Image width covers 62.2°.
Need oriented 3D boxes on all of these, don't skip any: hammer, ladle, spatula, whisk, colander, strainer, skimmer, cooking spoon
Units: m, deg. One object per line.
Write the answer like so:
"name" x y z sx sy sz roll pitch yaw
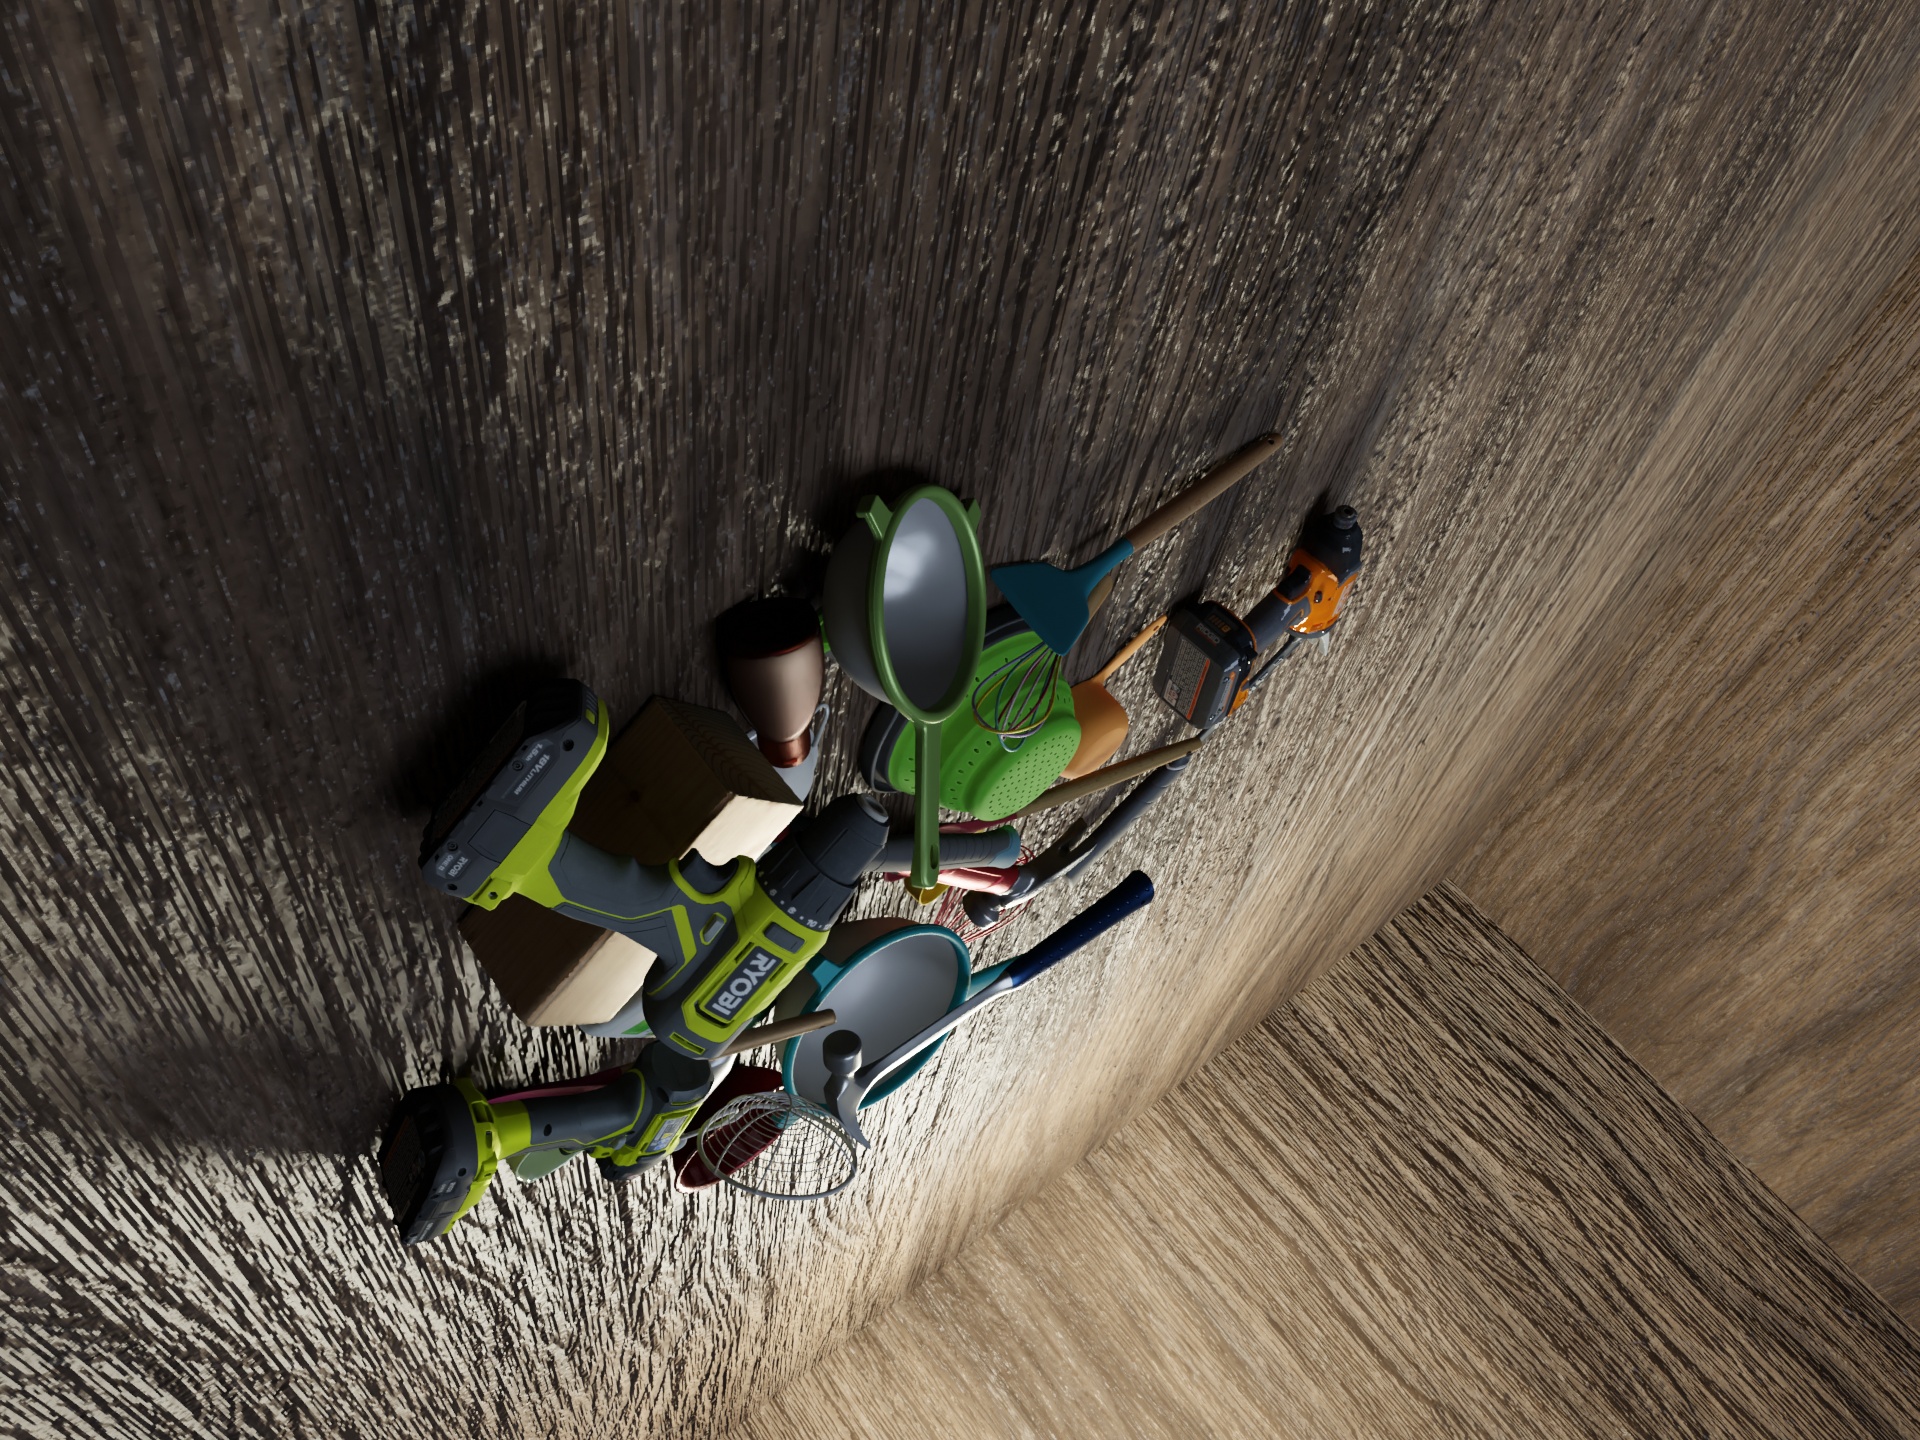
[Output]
"hammer" 0.249 0.031 1.724 0.409 0.036 0.149 -47 157 12
"hammer" -0.065 0.101 1.203 0.330 0.033 0.128 2 139 -49
"ladle" 0.073 0.073 1.430 0.315 0.031 0.069 -20 155 -8
"spatula" 0.152 -0.152 1.234 0.317 0.082 0.044 -37 172 -26
"whisk" -0.025 0.228 1.602 0.295 0.073 0.073 -46 157 22
"hammer" 0.035 0.255 1.500 0.405 0.035 0.144 -29 137 -33
"hammer" -0.029 0.107 1.332 0.143 0.038 0.386 -38 151 20
"colander" -0.002 -0.004 1.188 0.204 0.095 0.396 -46 157 7
"strainer" -0.051 0.243 1.507 0.340 0.095 0.211 -13 128 -42
"strainer" -0.185 0.082 1.121 0.258 0.050 0.086 -38 141 -2
"skimmer" -0.215 0.378 1.350 0.127 0.090 0.363 0 160 -36
"whisk" 0.072 -0.050 1.186 0.047 0.051 0.245 -19 -160 33
"strainer" -0.044 -0.021 1.012 0.151 0.069 0.256 -15 107 -63
"cooking spoon" -0.251 0.281 1.293 0.319 0.017 0.068 -11 150 -23

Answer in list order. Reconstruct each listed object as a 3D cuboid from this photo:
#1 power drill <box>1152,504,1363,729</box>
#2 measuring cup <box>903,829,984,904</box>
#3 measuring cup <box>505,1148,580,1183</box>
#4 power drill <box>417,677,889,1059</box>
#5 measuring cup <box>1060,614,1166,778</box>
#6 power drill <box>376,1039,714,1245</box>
"power drill" 0.292 -0.106 1.500 0.226 0.084 0.164 -35 155 -26
"measuring cup" 0.002 0.102 1.478 0.156 0.029 0.062 -53 158 -6
"measuring cup" -0.323 0.345 1.359 0.083 0.038 0.167 -50 158 16
"power drill" -0.171 0.077 0.919 0.228 0.080 0.190 36 104 -26
"measuring cup" 0.139 -0.018 1.438 0.173 0.052 0.095 -46 157 14
"power drill" -0.316 0.322 1.215 0.223 0.080 0.171 -3 141 -38
